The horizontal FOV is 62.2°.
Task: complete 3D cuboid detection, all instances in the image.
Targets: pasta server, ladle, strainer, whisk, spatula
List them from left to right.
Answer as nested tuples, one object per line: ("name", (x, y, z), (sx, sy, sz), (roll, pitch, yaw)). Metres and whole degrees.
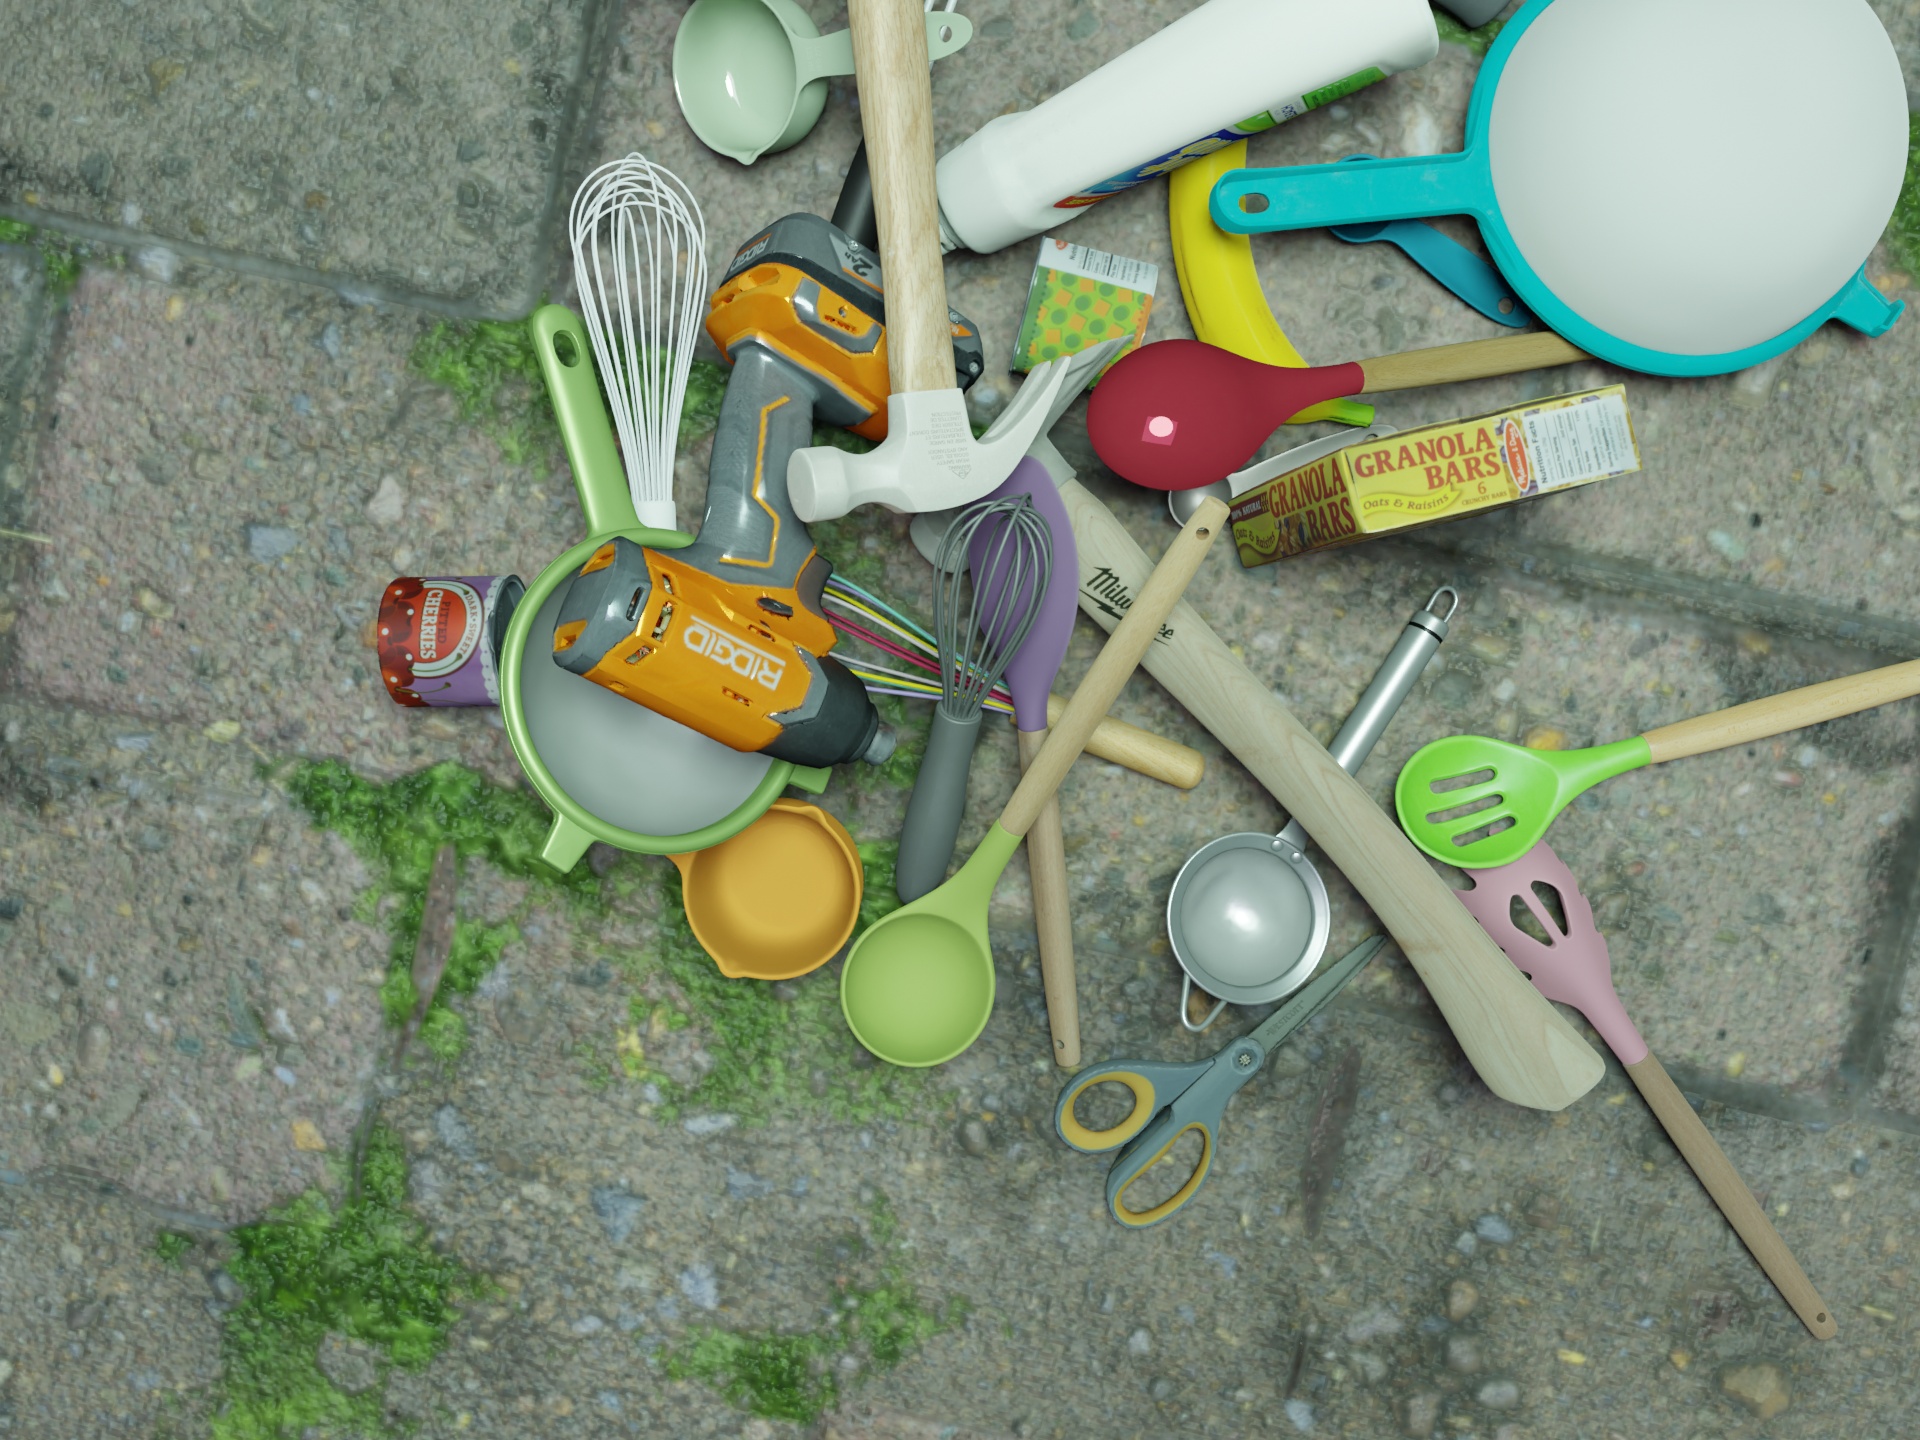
("strainer", (-0.166, -0.061, 0.745), (0.151, 0.069, 0.256), (-17, 92, -35))
("whisk", (-0.154, -0.133, 0.788), (0.070, 0.070, 0.284), (-2, 99, 1))
("whisk", (-0.001, -0.002, 0.757), (0.055, 0.055, 0.238), (14, 123, 0))
("whisk", (0.009, -0.020, 0.801), (0.245, 0.047, 0.051), (21, 107, -5))
("ladle", (0.036, 0.036, 0.743), (0.078, 0.062, 0.320), (27, 115, -9))
("spatula", (0.040, 0.028, 0.779), (0.060, 0.018, 0.315), (5, 110, 32))
("strainer", (0.179, 0.042, 0.801), (0.087, 0.050, 0.258), (34, 89, -8))
("ladle", (0.203, -0.160, 0.735), (0.315, 0.031, 0.069), (-13, 81, -22))
("strainer", (0.286, -0.263, 0.717), (0.340, 0.095, 0.211), (-8, 86, -8))
("pasta server", (0.357, 0.190, 0.816), (0.060, 0.040, 0.316), (-36, 97, 4))

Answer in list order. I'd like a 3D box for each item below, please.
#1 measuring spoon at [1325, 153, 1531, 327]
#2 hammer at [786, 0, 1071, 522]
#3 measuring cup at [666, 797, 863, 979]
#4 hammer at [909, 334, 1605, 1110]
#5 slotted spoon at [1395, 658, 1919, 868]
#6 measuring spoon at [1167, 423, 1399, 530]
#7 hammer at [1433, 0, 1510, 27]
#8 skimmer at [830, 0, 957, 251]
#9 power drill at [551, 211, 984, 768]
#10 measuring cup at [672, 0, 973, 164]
("measuring spoon", (0.230, -0.234, 0.793), (0.128, 0.021, 0.042), (32, 95, -10))
("hammer", (-0.024, -0.254, 0.670), (0.130, 0.031, 0.331), (-10, 100, -26))
("measuring cup", (-0.129, 0.062, 0.804), (0.173, 0.052, 0.095), (28, 94, 1))
("hammer", (0.155, 0.009, 0.743), (0.411, 0.038, 0.146), (48, 124, 5))
("slotted spoon", (0.369, 0.010, 0.799), (0.314, 0.031, 0.070), (-16, 70, 0))
("measuring spoon", (0.162, -0.127, 0.803), (0.124, 0.018, 0.034), (-18, 107, -4))
("hammer", (0.076, -0.380, 0.719), (0.408, 0.036, 0.149), (4, 110, -15))
("skimmer", (-0.007, -0.352, 0.781), (0.127, 0.090, 0.363), (22, 105, -7))
("power drill", (-0.071, -0.093, 0.727), (0.164, 0.084, 0.226), (28, 72, -29))
("measuring cup", (-0.060, -0.310, 0.745), (0.168, 0.038, 0.083), (4, 112, 30))
